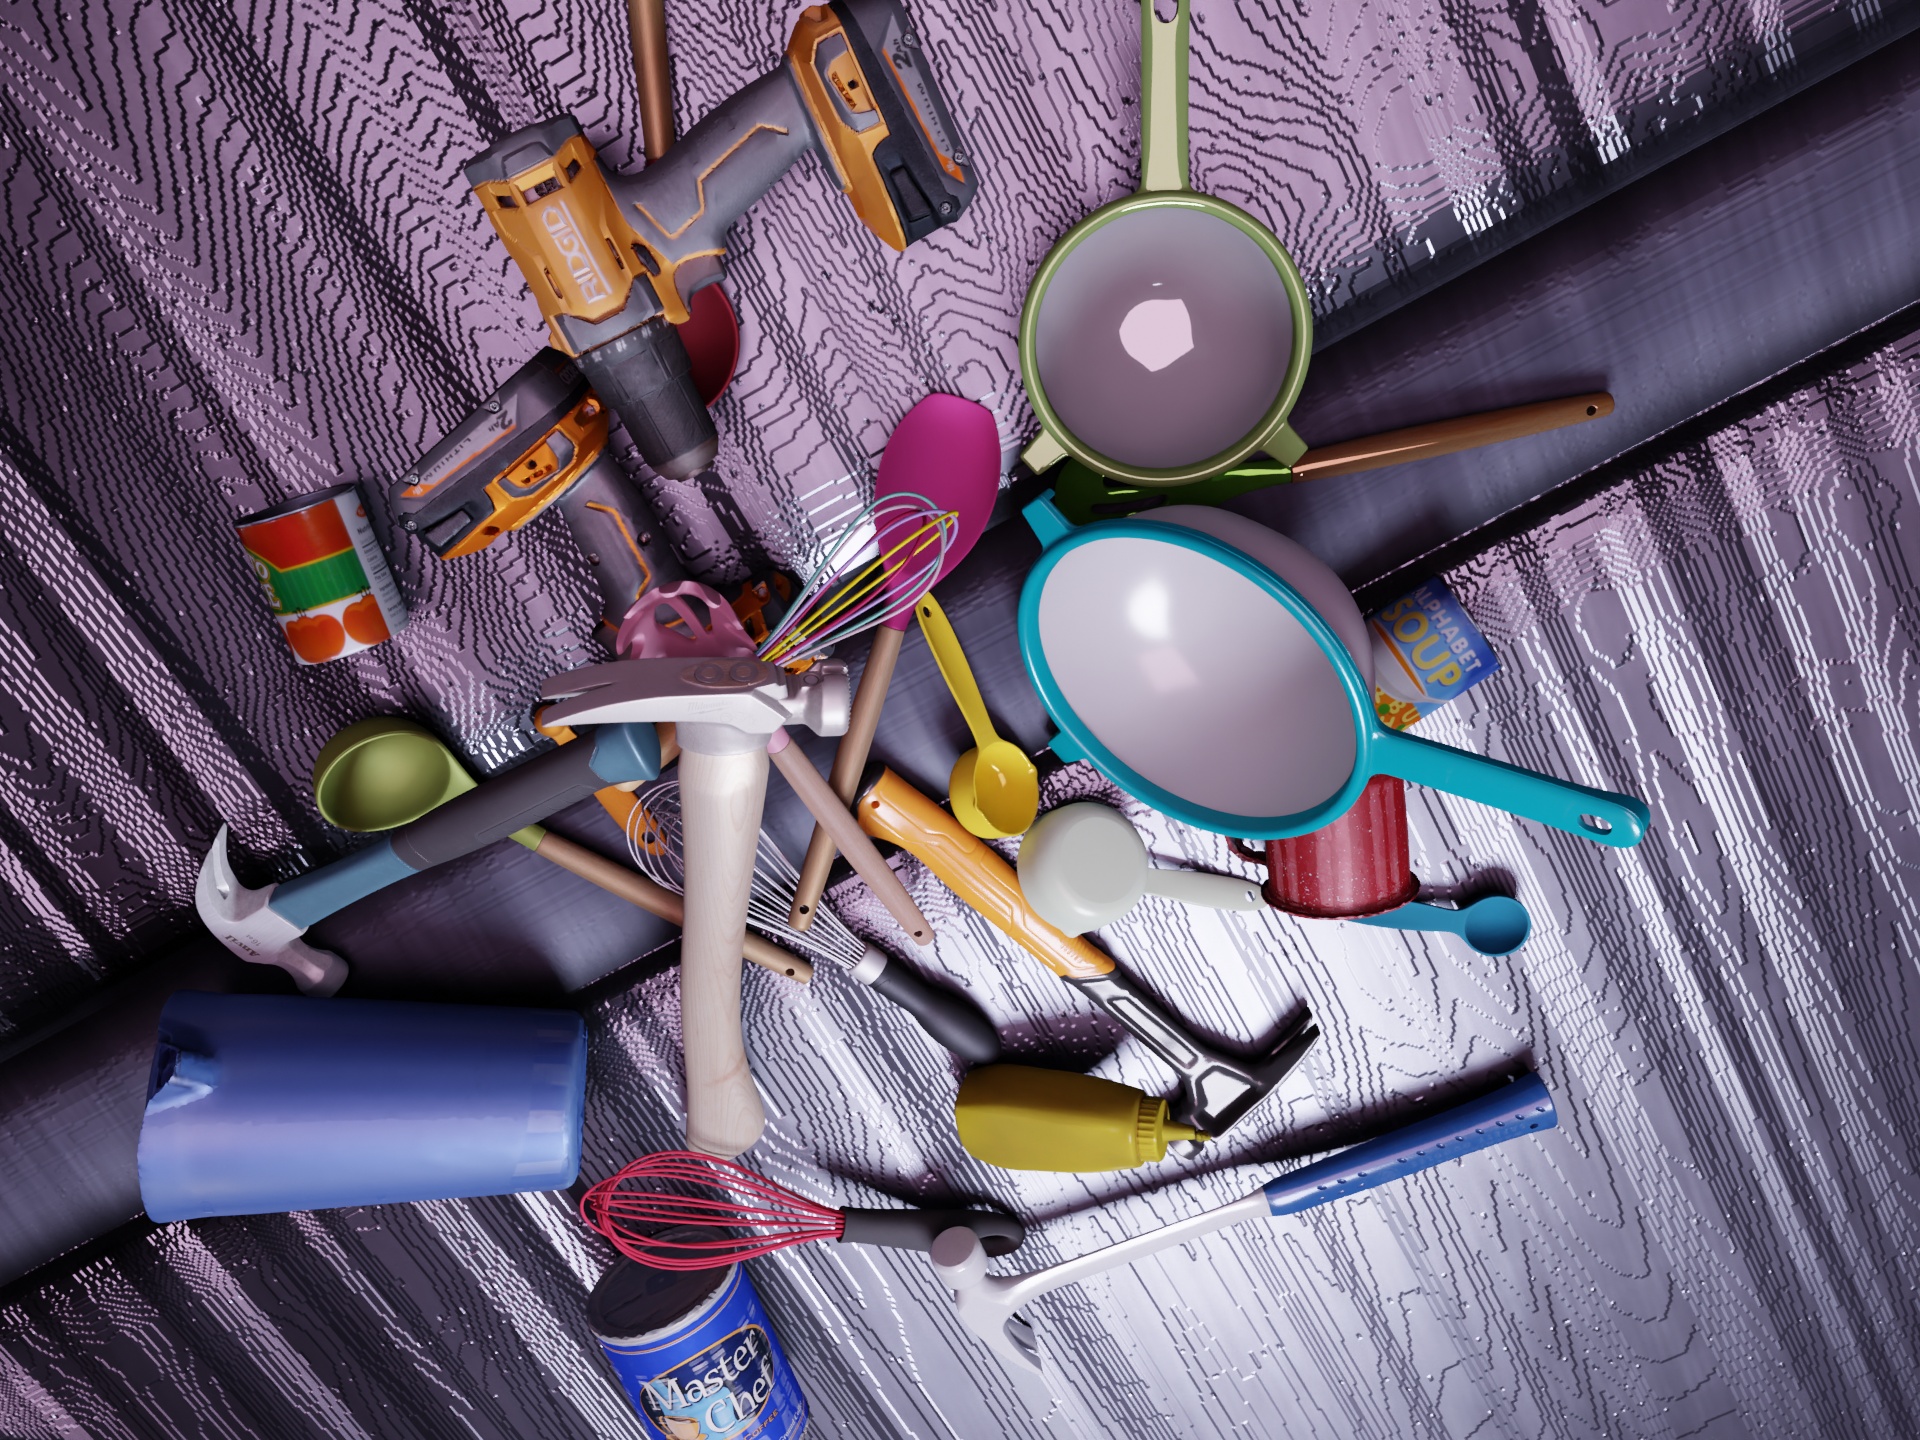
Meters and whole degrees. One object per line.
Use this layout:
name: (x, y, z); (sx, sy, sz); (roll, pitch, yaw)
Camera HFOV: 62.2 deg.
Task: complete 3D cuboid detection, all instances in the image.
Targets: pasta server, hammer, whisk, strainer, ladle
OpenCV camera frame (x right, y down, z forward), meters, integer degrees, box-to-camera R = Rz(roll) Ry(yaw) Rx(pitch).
pasta server: (-0.085, 0.035, 0.861); (0.060, 0.040, 0.315); (-25, 130, 9)
hammer: (0.191, 0.321, 1.041); (0.405, 0.035, 0.143); (-21, 126, 3)
hammer: (-0.299, 0.069, 0.894); (0.331, 0.033, 0.128); (-24, 129, 24)
whisk: (-0.083, 0.131, 0.972); (0.284, 0.070, 0.070); (39, 105, -18)
strainer: (0.103, -0.254, 0.827); (0.151, 0.069, 0.256); (-2, 109, 2)
ladle: (-0.230, 0.090, 0.953); (0.320, 0.062, 0.078); (29, 113, -14)
hammer: (-0.148, 0.126, 0.891); (0.146, 0.038, 0.410); (-2, 134, -11)
hammer: (0.068, 0.136, 0.985); (0.336, 0.034, 0.127); (40, 105, -14)
strainer: (0.195, -0.023, 0.838); (0.340, 0.095, 0.210); (20, 140, 27)
whisk: (-0.099, -0.039, 0.846); (0.245, 0.047, 0.051); (-37, 116, 15)
whisk: (-0.095, 0.322, 1.021); (0.295, 0.073, 0.073); (11, 110, -19)
ladle: (-0.159, -0.318, 0.822); (0.069, 0.031, 0.315); (-5, 108, -9)

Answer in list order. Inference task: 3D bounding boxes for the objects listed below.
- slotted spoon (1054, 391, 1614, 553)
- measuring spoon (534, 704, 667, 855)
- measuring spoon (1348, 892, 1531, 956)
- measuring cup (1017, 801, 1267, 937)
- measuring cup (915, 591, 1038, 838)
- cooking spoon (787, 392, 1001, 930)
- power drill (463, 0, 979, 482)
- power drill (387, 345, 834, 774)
slotted spoon: (0.209, -0.147, 0.890); (0.314, 0.031, 0.070); (-11, 117, 1)
measuring spoon: (-0.215, 0.038, 0.956); (0.021, 0.011, 0.116); (-34, 107, 11)
measuring spoon: (0.289, 0.119, 0.995); (0.128, 0.021, 0.042); (7, 111, 6)
measuring cup: (0.118, 0.093, 0.955); (0.167, 0.038, 0.083); (10, 73, -15)
measuring cup: (-0.001, -0.003, 0.934); (0.029, 0.062, 0.156); (-18, 98, 43)
cooking spoon: (-0.047, -0.029, 0.907); (0.068, 0.017, 0.319); (16, 98, -13)
power drill: (-0.107, -0.243, 0.804); (0.226, 0.084, 0.185); (-27, 110, -2)
power drill: (-0.202, -0.073, 0.882); (0.164, 0.084, 0.226); (-38, 110, 12)
